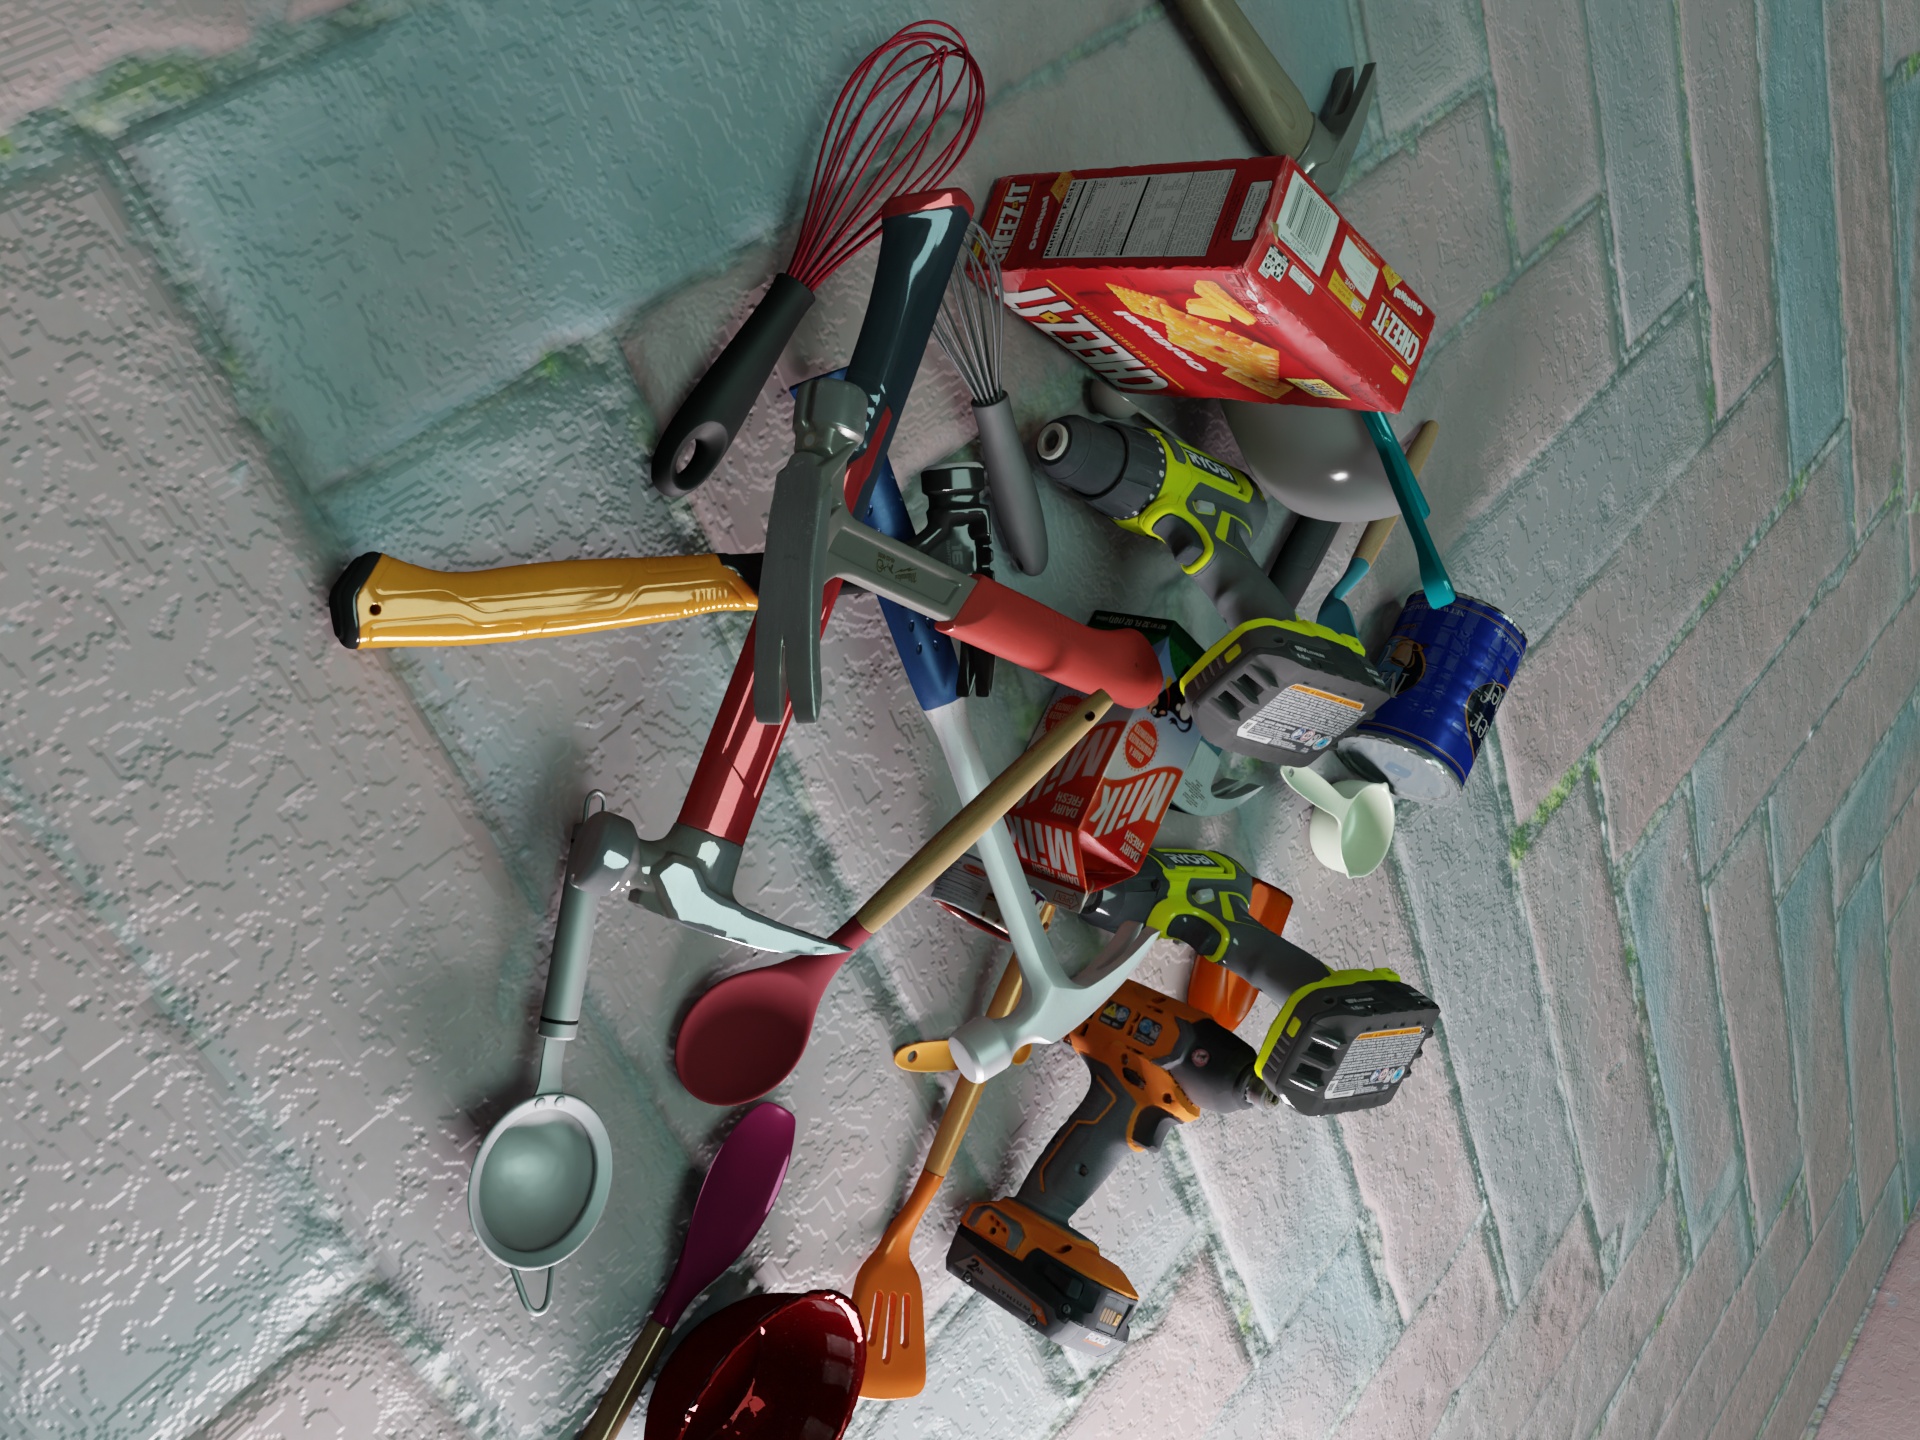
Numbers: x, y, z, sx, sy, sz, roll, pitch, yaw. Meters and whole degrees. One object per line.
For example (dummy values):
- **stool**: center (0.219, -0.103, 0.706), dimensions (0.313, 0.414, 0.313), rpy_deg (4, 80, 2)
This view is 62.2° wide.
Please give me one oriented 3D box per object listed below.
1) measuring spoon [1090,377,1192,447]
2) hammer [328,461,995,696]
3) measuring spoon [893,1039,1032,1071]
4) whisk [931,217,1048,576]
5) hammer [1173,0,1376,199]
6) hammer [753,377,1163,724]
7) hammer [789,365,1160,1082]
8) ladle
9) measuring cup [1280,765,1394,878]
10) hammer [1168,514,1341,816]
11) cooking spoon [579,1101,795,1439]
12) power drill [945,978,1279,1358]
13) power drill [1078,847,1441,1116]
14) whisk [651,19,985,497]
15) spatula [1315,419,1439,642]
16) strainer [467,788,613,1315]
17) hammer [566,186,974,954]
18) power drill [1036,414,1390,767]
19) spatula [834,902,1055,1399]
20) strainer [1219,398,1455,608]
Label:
- **measuring spoon**: center (0.123, -0.190, 1.042), dimensions (0.124, 0.034, 0.018), rpy_deg (22, 107, -48)
- **hammer**: center (-0.130, -0.058, 0.781), dimensions (0.336, 0.034, 0.127), rpy_deg (-7, 96, -30)
- **measuring spoon**: center (0.001, 0.214, 1.029), dimensions (0.116, 0.011, 0.021), rpy_deg (7, 98, -40)
- **whisk**: center (0.015, -0.187, 0.929), dimensions (0.055, 0.055, 0.238), rpy_deg (-40, 129, -30)
- **hammer**: center (0.136, -0.476, 0.981), dimensions (0.410, 0.038, 0.146), rpy_deg (35, 74, -42)
- **hammer**: center (0.018, -0.043, 0.813), dimensions (0.358, 0.037, 0.149), rpy_deg (19, 74, -58)
- **hammer**: center (-0.001, -0.003, 0.902), dimensions (0.144, 0.035, 0.405), rpy_deg (-26, 105, -25)
- **ladle**: center (-0.035, 0.093, 0.869), dimensions (0.315, 0.031, 0.069), rpy_deg (-43, 108, 6)
- **measuring cup**: center (0.281, 0.065, 1.239), dimensions (0.167, 0.038, 0.083), rpy_deg (33, 76, -40)
- **hammer**: center (0.225, -0.077, 1.156), dimensions (0.128, 0.033, 0.331), rpy_deg (43, 70, -39)
- **cooking spoon**: center (-0.180, 0.358, 0.883), dimensions (0.319, 0.017, 0.068), rpy_deg (-61, 142, -15)
- **power drill**: center (0.103, 0.288, 1.034), dimensions (0.084, 0.164, 0.226), rpy_deg (39, 74, -44)
- **power drill**: center (0.181, 0.157, 1.036), dimensions (0.171, 0.223, 0.080), rpy_deg (7, 112, -45)
- **whisk**: center (-0.074, -0.240, 0.825), dimensions (0.073, 0.073, 0.296), rpy_deg (39, 79, -41)
- **spatula**: center (0.315, -0.125, 1.188), dimensions (0.318, 0.044, 0.082), rpy_deg (-56, 173, -35)
- **strainer**: center (-0.204, 0.162, 0.802), dimensions (0.086, 0.050, 0.258), rpy_deg (13, 84, -50)
- **hammer**: center (-0.057, -0.080, 0.781), dimensions (0.143, 0.038, 0.386), rpy_deg (25, 79, -30)
- **power drill**: center (0.149, -0.090, 0.975), dimensions (0.190, 0.229, 0.080), rpy_deg (13, 132, -44)
- **spatula**: center (-0.001, 0.267, 1.008), dimensions (0.081, 0.041, 0.322), rpy_deg (27, 85, -43)
- **strainer**: center (0.227, -0.168, 1.008), dimensions (0.210, 0.095, 0.341), rpy_deg (51, 23, -36)
